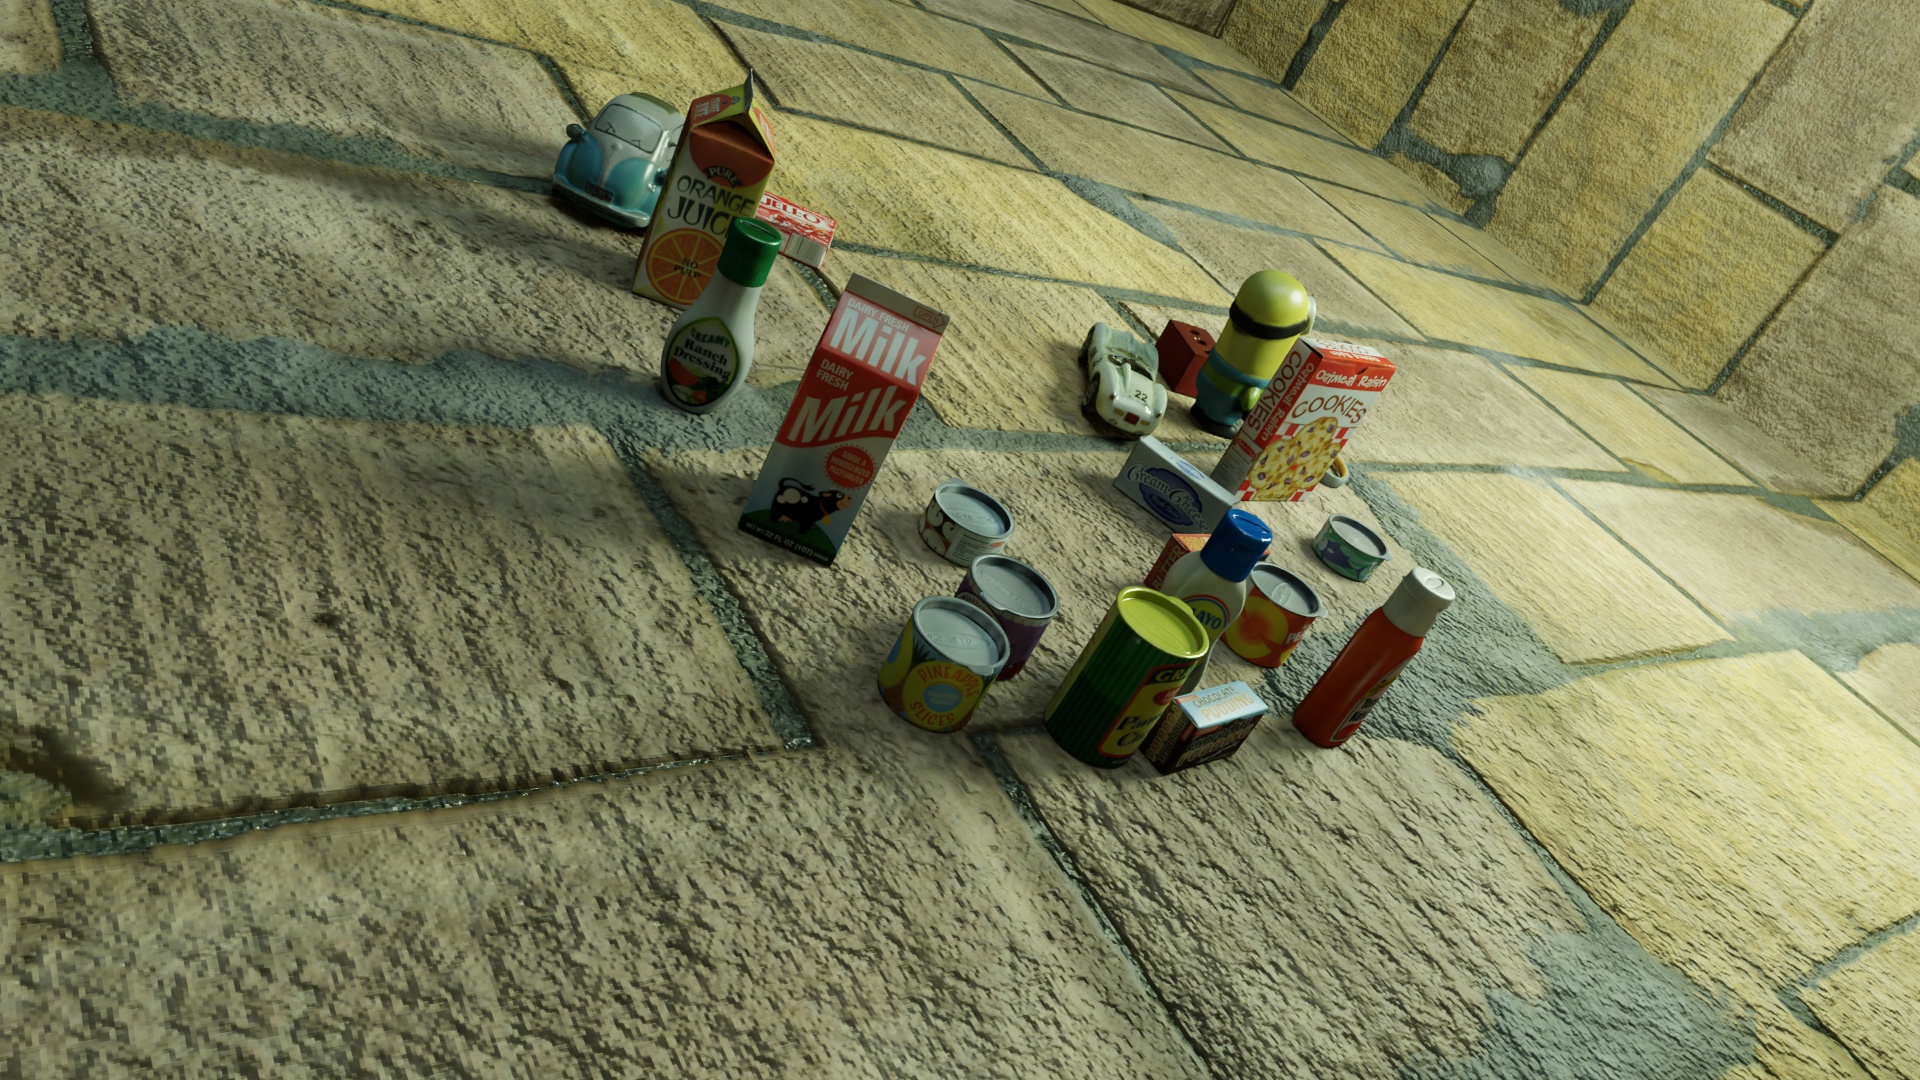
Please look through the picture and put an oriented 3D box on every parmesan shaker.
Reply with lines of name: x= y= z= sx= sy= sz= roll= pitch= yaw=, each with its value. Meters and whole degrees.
parmesan shaker: x=0.108 y=0.089 z=0.901 sx=0.071 sy=0.102 sz=0.072 roll=21 pitch=30 yaw=-13

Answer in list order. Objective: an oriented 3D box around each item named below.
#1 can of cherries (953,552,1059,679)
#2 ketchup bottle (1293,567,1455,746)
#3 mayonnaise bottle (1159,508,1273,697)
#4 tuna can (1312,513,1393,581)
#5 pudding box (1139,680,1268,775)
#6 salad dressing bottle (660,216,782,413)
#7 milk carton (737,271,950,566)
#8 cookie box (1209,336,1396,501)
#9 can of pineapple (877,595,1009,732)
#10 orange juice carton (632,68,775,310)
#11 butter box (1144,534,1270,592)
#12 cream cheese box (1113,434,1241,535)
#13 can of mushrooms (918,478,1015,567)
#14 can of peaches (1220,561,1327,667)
can of cherries: x=0.023 y=0.052 z=0.933 sx=0.071 sy=0.058 sz=0.072 roll=21 pitch=30 yaw=-13
ketchup bottle: x=0.307 y=0.086 z=1.028 sx=0.065 sy=0.148 sz=0.043 roll=-11 pitch=48 yaw=-49
mayonnaise bottle: x=0.165 y=0.045 z=0.972 sx=0.065 sy=0.147 sz=0.041 roll=22 pitch=30 yaw=-12
tuna can: x=0.373 y=0.008 z=1.322 sx=0.071 sy=0.032 sz=0.071 roll=21 pitch=30 yaw=-13
pudding box: x=0.166 y=0.127 z=0.946 sx=0.084 sy=0.049 sz=0.030 roll=-5 pitch=43 yaw=-45
salad dressing bottle: x=-0.173 y=-0.163 z=1.013 sx=0.064 sy=0.147 sz=0.044 roll=25 pitch=29 yaw=-6
milk carton: x=-0.077 y=-0.084 z=0.927 sx=0.072 sy=0.189 sz=0.074 roll=24 pitch=30 yaw=-9
cookie box: x=0.330 y=-0.113 z=1.339 sx=0.123 sy=0.166 sz=0.040 roll=-1 pitch=40 yaw=-41
can of pineapple: x=-0.011 y=0.078 z=0.864 sx=0.071 sy=0.057 sz=0.071 roll=21 pitch=30 yaw=-13
orange juice carton: x=-0.203 y=-0.287 z=1.134 sx=0.073 sy=0.191 sz=0.072 roll=17 pitch=31 yaw=-20
butter box: x=0.203 y=0.022 z=1.137 sx=0.104 sy=0.053 sz=0.024 roll=2 pitch=39 yaw=-39
cream cheese box: x=0.190 y=-0.042 z=1.226 sx=0.104 sy=0.053 sz=0.024 roll=39 pitch=31 yaw=18
can of mushrooms: x=0.004 y=-0.013 z=1.043 sx=0.071 sy=0.033 sz=0.071 roll=21 pitch=30 yaw=-13
can of peaches: x=0.247 y=0.061 z=1.109 sx=0.071 sy=0.057 sz=0.071 roll=21 pitch=30 yaw=-13
